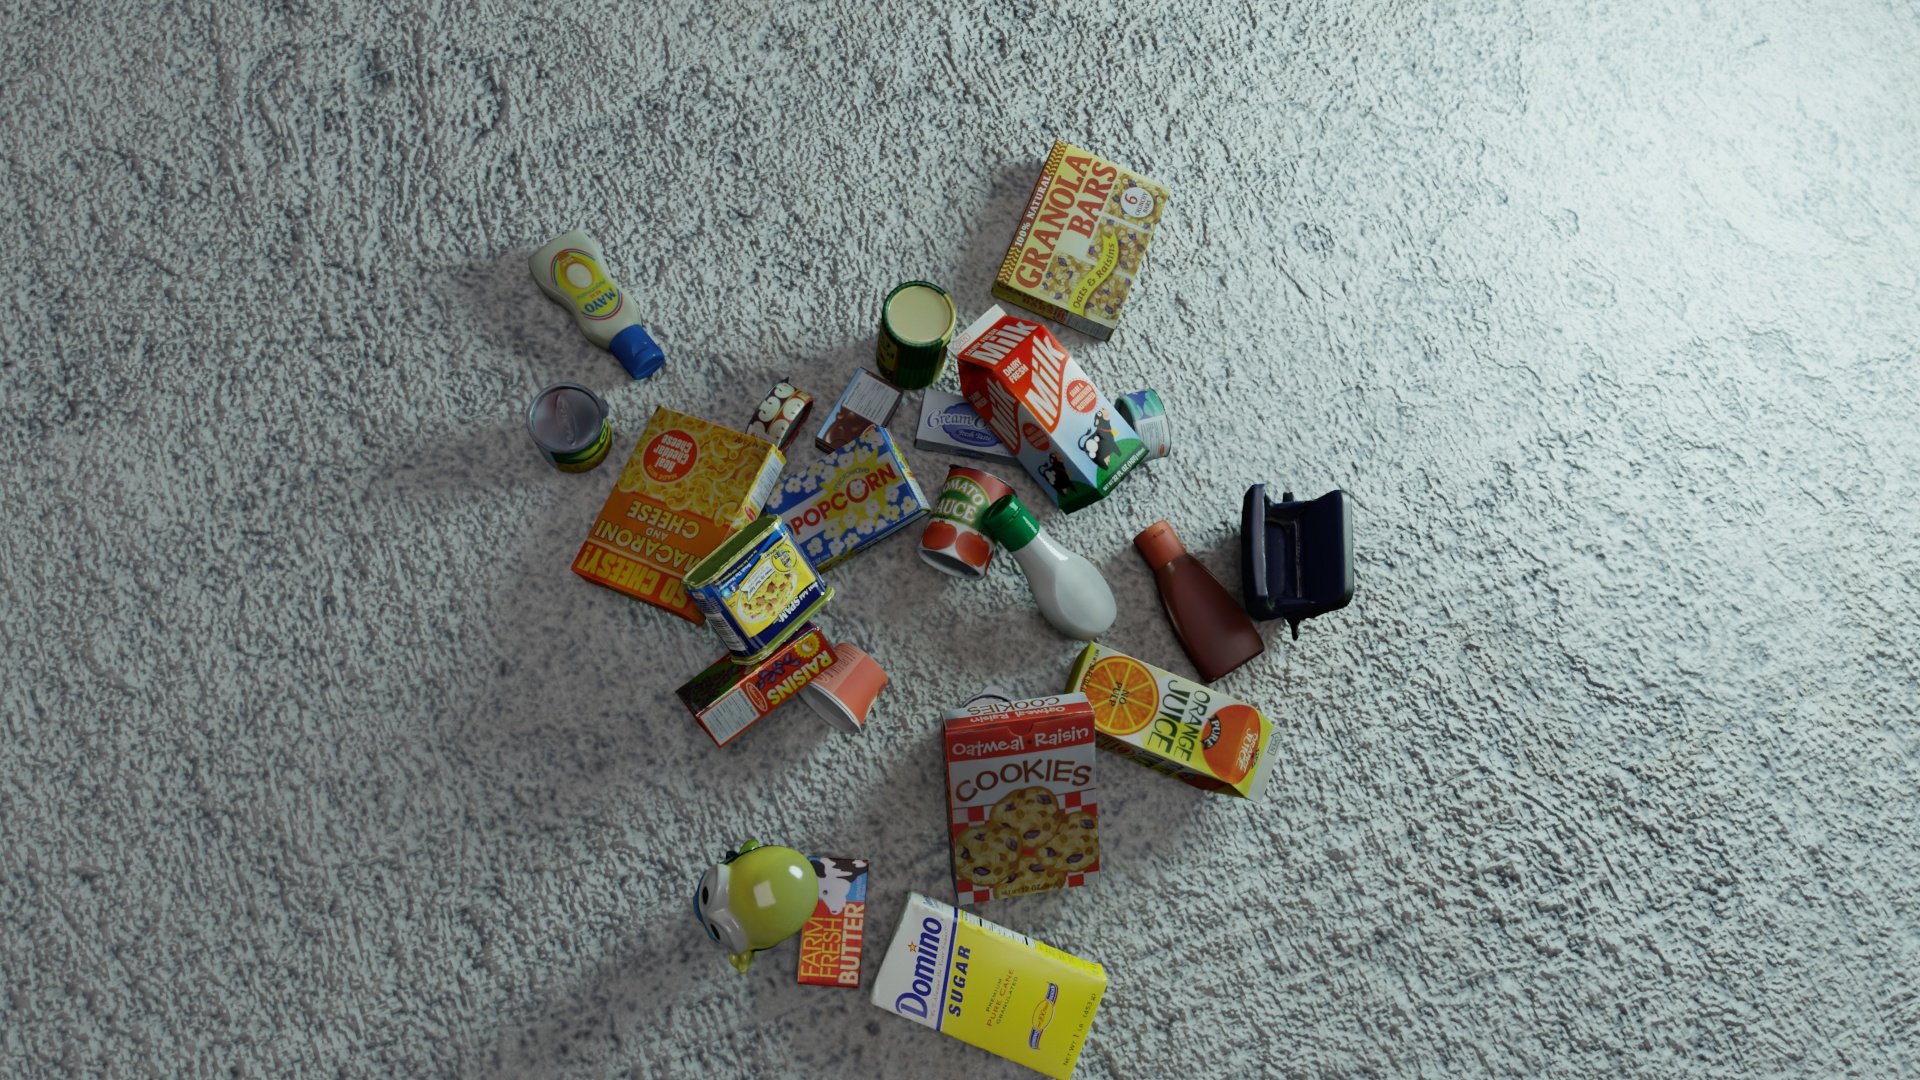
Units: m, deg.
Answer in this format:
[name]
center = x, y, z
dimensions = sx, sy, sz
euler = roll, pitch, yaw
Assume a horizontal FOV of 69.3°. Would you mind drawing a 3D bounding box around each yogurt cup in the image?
[yogurt cup]
center = -0.099, 0.125, 1.191
dimensions = 0.072, 0.072, 0.054
euler = 38, 66, 5

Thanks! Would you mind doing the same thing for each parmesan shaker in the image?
[parmesan shaker]
center = -0.042, -0.189, 1.265
dimensions = 0.071, 0.102, 0.071
euler = 2, 74, -6

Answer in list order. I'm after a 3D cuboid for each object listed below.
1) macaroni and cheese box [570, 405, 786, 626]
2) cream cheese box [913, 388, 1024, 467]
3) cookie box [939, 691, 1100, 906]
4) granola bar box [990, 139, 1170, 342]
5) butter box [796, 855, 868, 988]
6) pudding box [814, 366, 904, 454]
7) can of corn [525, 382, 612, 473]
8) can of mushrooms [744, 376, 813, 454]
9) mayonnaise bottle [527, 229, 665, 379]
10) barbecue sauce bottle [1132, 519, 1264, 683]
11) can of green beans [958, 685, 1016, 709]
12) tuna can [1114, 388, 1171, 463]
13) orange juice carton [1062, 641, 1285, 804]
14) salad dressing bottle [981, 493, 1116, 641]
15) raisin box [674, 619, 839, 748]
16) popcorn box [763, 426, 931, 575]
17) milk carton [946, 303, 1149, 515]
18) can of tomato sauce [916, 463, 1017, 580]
[macaroni and cheese box]
center = -0.244, -0.022, 1.210
dimensions = 0.124, 0.040, 0.167
euler = 19, 73, 19
[cream cheese box]
center = 0.012, -0.105, 1.289
dimensions = 0.104, 0.024, 0.053
euler = 10, 72, -4
[cookie box]
center = 0.050, 0.214, 1.148
dimensions = 0.123, 0.040, 0.166
euler = -7, 111, -8
[granola bar box]
center = 0.117, -0.290, 1.346
dimensions = 0.124, 0.039, 0.166
euler = 23, 73, 0
[butter box]
center = -0.106, 0.317, 1.155
dimensions = 0.053, 0.024, 0.104
euler = 5, 73, -5
[pudding box]
center = -0.093, -0.112, 1.276
dimensions = 0.050, 0.030, 0.084
euler = 29, 73, 1
[can of corn]
center = -0.342, -0.099, 1.229
dimensions = 0.071, 0.058, 0.071
euler = 2, 74, -6
[can of mushrooms]
center = -0.162, -0.111, 1.248
dimensions = 0.033, 0.071, 0.071
euler = 32, 73, 2
[mayonnaise bottle]
center = -0.329, -0.213, 1.271
dimensions = 0.065, 0.041, 0.148
euler = -38, 81, -17
[barbecue sauce bottle]
center = 0.210, 0.052, 1.257
dimensions = 0.065, 0.043, 0.148
euler = -29, 79, -13
[can of green beans]
center = 0.023, 0.167, 1.195
dimensions = 0.071, 0.057, 0.071
euler = 2, 74, -6
[tuna can]
center = 0.167, -0.107, 1.287
dimensions = 0.033, 0.071, 0.071
euler = -14, 76, -9
[orange juice carton]
center = 0.183, 0.162, 1.207
dimensions = 0.193, 0.073, 0.072
euler = 22, 73, 0
[salad dressing bottle]
center = 0.077, 0.023, 1.219
dimensions = 0.147, 0.044, 0.064
euler = 49, 60, -19
[raisin box]
center = -0.172, 0.113, 1.171
dimensions = 0.124, 0.086, 0.040
euler = -36, 109, -14
[popcorn box]
center = -0.101, -0.033, 1.226
dimensions = 0.126, 0.038, 0.085
euler = -30, 79, 9
[milk carton]
center = 0.072, -0.122, 1.248
dimensions = 0.072, 0.073, 0.190
euler = -44, 97, -26
[can of tomato sauce]
center = 0.004, -0.016, 1.239
dimensions = 0.071, 0.071, 0.083
euler = 22, 74, 0
